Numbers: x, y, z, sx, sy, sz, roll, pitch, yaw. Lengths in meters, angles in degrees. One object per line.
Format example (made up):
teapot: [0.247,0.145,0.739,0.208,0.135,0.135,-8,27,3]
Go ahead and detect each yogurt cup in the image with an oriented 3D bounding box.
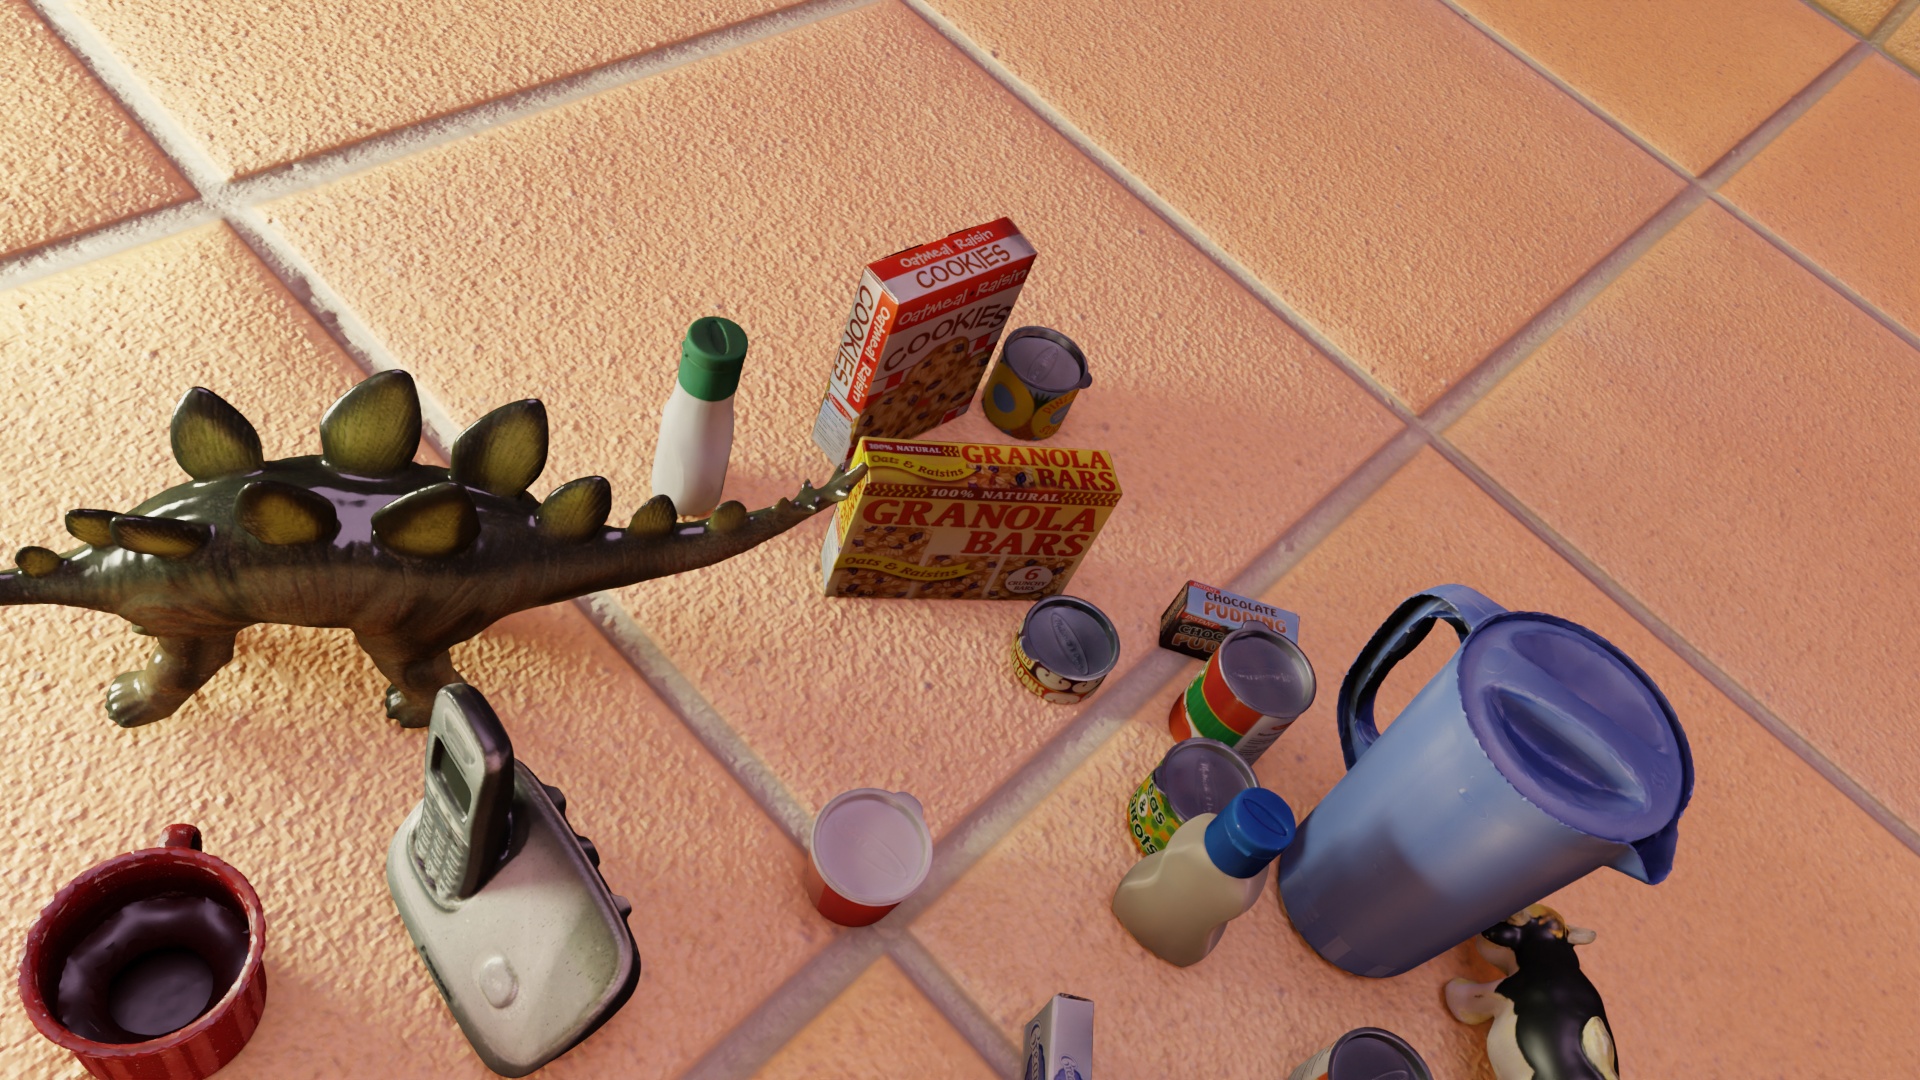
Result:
yogurt cup: [-0.054,0.179,0.770,0.072,0.053,0.073,10,51,-13]

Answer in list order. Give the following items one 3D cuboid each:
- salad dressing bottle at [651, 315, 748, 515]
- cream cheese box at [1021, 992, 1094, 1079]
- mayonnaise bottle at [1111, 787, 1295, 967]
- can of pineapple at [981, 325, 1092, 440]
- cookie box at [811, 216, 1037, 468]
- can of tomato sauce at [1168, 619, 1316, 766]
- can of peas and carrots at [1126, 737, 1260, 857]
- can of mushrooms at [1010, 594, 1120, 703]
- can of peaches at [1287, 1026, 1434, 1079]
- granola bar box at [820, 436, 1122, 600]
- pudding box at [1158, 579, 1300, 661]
salad dressing bottle: [-0.162,-0.076,0.865,0.044,0.146,0.064,-4,56,-23]
cream cheese box: [0.048,0.295,0.719,0.024,0.053,0.104,14,50,-10]
mayonnaise bottle: [0.138,0.186,0.774,0.065,0.147,0.041,39,51,11]
can of pineapple: [0.056,-0.116,1.035,0.071,0.057,0.071,10,51,-13]
cookie box: [-0.028,-0.133,0.946,0.123,0.166,0.040,-28,67,-34]
can of tomato sauce: [0.179,0.103,0.896,0.071,0.082,0.071,10,51,-13]
can of peas and carrots: [0.140,0.163,0.851,0.071,0.058,0.071,10,51,-13]
can of mushrooms: [0.066,0.072,0.910,0.071,0.033,0.071,10,51,-13]
can of peaches: [0.221,0.313,0.766,0.071,0.057,0.071,10,51,-13]
granola bar box: [0.003,-0.011,0.892,0.166,0.123,0.039,2,54,-19]
pudding box: [0.184,0.061,0.952,0.084,0.049,0.030,18,50,-6]
